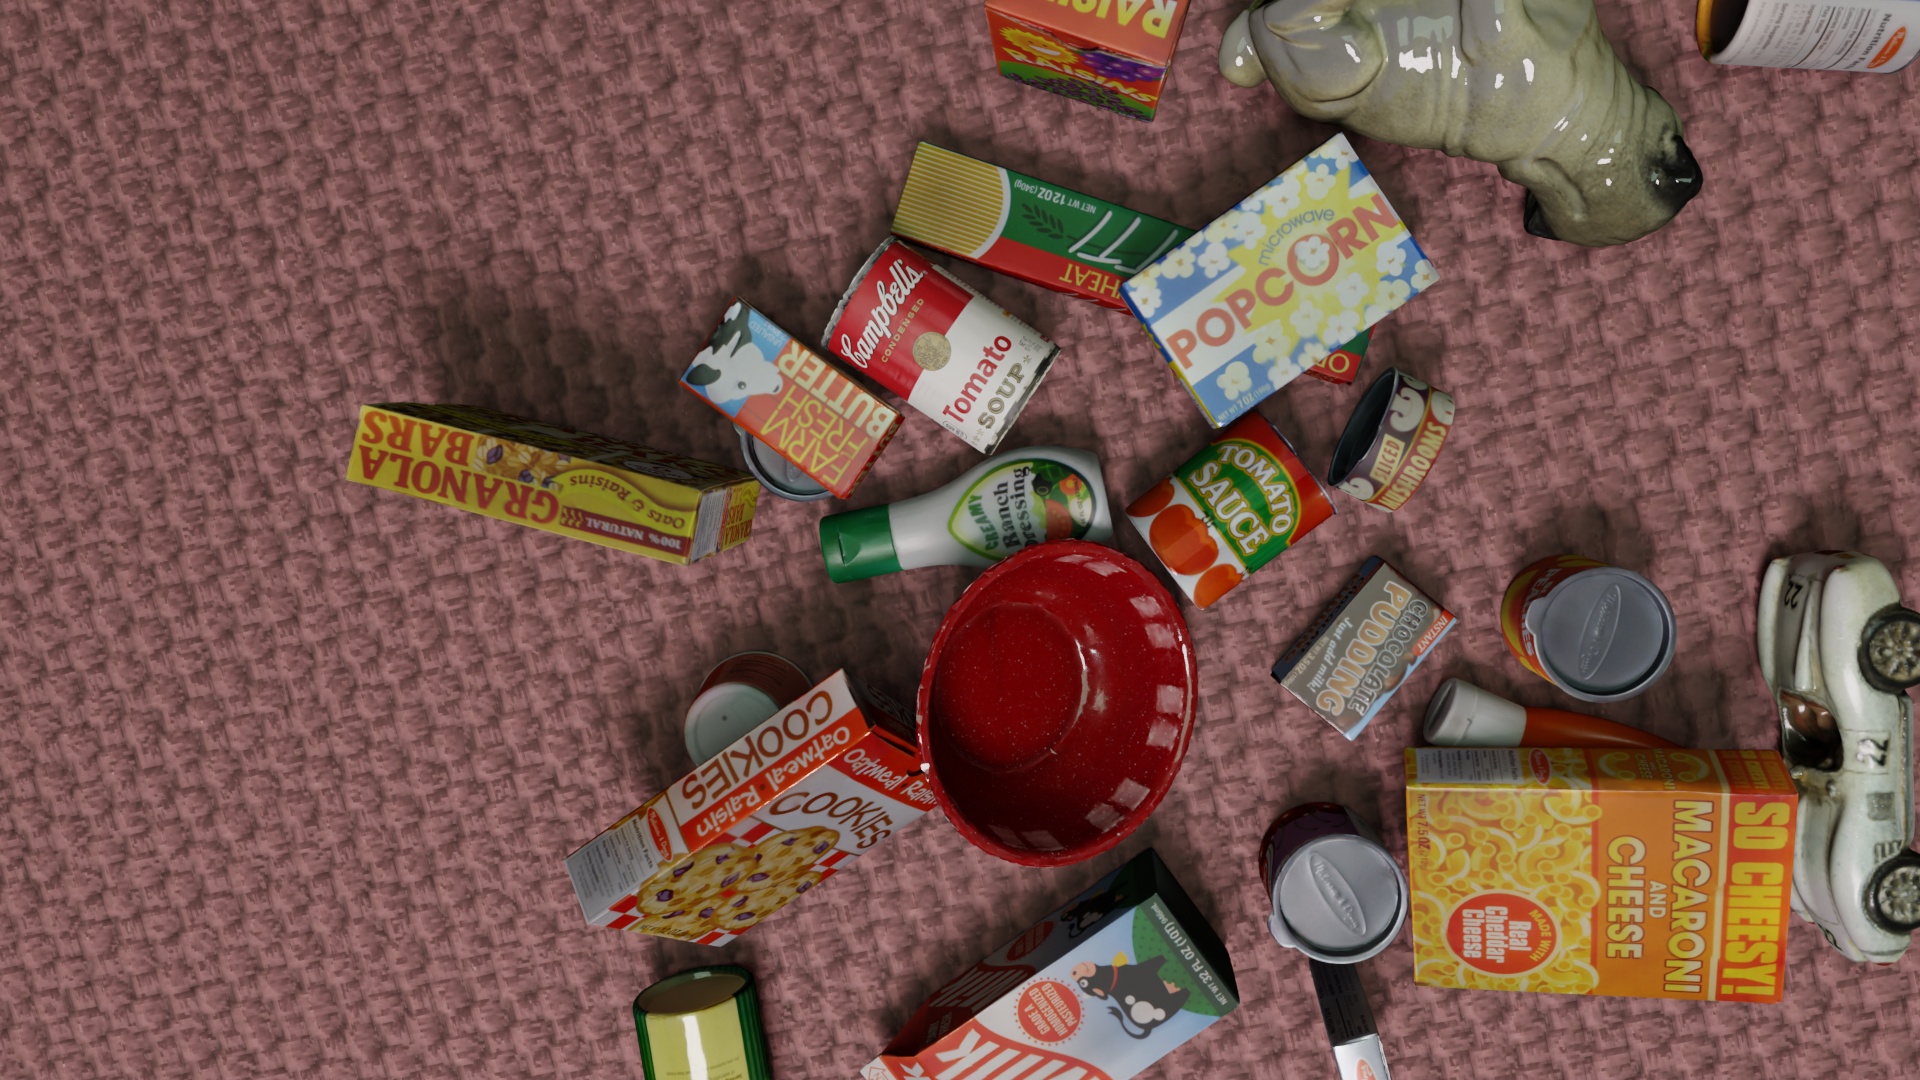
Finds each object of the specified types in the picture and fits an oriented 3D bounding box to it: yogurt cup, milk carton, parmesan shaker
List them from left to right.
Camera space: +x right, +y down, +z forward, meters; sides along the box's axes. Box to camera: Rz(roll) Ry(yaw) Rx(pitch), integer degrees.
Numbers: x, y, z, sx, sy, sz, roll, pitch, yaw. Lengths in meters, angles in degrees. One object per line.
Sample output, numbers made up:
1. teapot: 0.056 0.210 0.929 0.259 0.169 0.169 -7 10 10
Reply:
1. parmesan shaker: -0.131 0.288 0.742 0.071 0.071 0.103 -8 94 5
2. yogurt cup: -0.112 0.096 0.730 0.072 0.054 0.072 0 95 4
3. milk carton: 0.044 0.250 0.721 0.190 0.073 0.072 -37 91 7

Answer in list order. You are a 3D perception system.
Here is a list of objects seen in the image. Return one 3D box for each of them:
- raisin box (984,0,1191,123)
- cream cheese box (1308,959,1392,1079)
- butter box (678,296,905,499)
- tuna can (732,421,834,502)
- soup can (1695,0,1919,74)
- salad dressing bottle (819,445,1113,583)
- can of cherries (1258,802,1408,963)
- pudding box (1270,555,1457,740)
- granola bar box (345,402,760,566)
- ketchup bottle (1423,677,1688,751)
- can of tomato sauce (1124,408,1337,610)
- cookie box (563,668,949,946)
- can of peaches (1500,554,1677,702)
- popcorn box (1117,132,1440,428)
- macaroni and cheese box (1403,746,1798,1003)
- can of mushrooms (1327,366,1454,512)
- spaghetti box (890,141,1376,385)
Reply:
1. raisin box: 0.059 -0.238 0.653 0.086 0.123 0.040 19 96 2
2. cream cheese box: 0.197 0.251 0.693 0.024 0.104 0.053 -15 93 9
3. butter box: -0.084 -0.071 0.694 0.103 0.024 0.053 36 96 2
4. tuna can: -0.081 -0.055 0.725 0.071 0.033 0.071 0 95 4
5. soup can: 0.403 -0.259 0.655 0.084 0.071 0.071 5 96 5
6. salad dressing bottle: 0.003 -0.009 0.717 0.148 0.044 0.064 -12 93 6
7. can of cherries: 0.186 0.174 0.711 0.071 0.058 0.071 0 96 4
8. pudding box: 0.206 0.055 0.713 0.049 0.030 0.083 40 97 -1
9. granola bar box: -0.194 -0.032 0.690 0.166 0.124 0.039 14 96 3
10. ketchup bottle: 0.311 0.116 0.703 0.149 0.043 0.064 24 105 2
11. can of tomato sauce: 0.134 -0.015 0.693 0.083 0.071 0.071 -38 91 7
12. cookie box: -0.091 0.140 0.697 0.167 0.122 0.040 -34 60 6
13. can of peaches: 0.308 0.041 0.690 0.071 0.058 0.071 0 96 5
14. popcorn box: 0.151 -0.123 0.668 0.126 0.038 0.085 -34 91 6
15. macaroni and cheese box: 0.305 0.161 0.676 0.166 0.040 0.123 -2 114 17
16. can of mushrooms: 0.212 -0.048 0.684 0.033 0.071 0.071 27 97 0
17. spaghetti box: 0.089 -0.140 0.707 0.250 0.029 0.050 19 96 3
